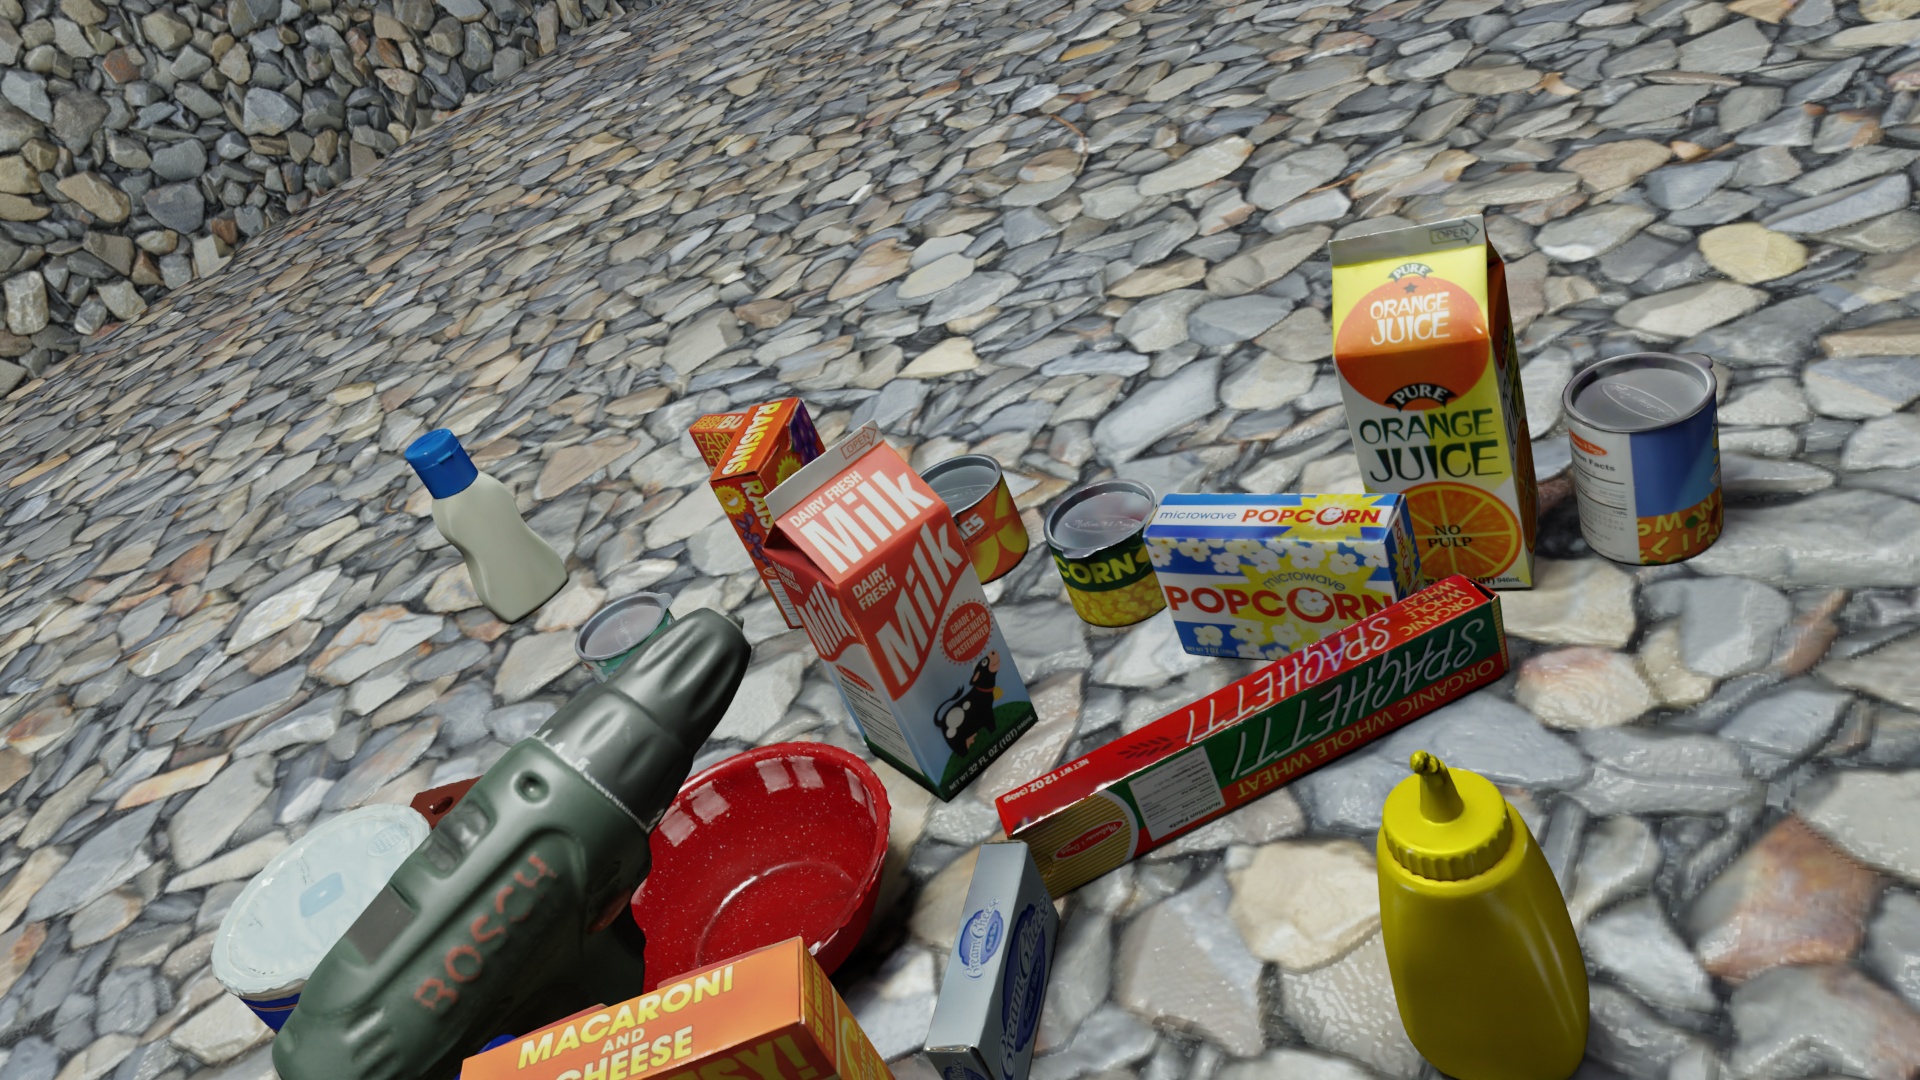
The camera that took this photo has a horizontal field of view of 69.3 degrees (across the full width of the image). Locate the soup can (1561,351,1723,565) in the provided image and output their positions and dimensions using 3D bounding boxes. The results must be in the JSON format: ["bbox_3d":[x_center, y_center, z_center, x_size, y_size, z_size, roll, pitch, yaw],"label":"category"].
[{"bbox_3d":[0.338,-0.041,0.680,0.071,0.083,0.072,-17,33,11],"label":"soup can"}]

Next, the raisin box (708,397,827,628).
[{"bbox_3d":[-0.107,-0.017,0.891,0.040,0.123,0.086,-9,35,22],"label":"raisin box"}]

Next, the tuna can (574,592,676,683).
[{"bbox_3d":[-0.217,0.066,0.923,0.071,0.032,0.071,-17,33,11],"label":"tuna can"}]

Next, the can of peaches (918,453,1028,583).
[{"bbox_3d":[0.003,-0.011,0.873,0.071,0.057,0.071,-17,33,11],"label":"can of peaches"}]

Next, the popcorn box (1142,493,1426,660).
[{"bbox_3d":[0.164,0.019,0.702,0.126,0.085,0.038,1,40,34],"label":"popcorn box"}]

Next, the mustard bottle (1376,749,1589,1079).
[{"bbox_3d":[0.174,0.124,0.474,0.065,0.159,0.049,-7,36,25],"label":"mustard bottle"}]

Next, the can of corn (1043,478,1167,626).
[{"bbox_3d":[0.086,0.009,0.791,0.071,0.058,0.071,-17,33,11],"label":"can of corn"}]

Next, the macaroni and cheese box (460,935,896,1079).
[{"bbox_3d":[-0.079,0.222,0.487,0.124,0.165,0.040,-21,32,4],"label":"macaroni and cheese box"}]

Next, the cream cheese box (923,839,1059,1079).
[{"bbox_3d":[0.016,0.184,0.587,0.024,0.053,0.104,-8,35,23],"label":"cream cheese box"}]

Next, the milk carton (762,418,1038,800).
[{"bbox_3d":[-0.035,0.034,0.709,0.072,0.189,0.073,-39,35,-22],"label":"milk carton"}]

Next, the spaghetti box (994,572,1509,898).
[{"bbox_3d":[0.138,0.091,0.648,0.250,0.050,0.029,-26,32,-3],"label":"spaghetti box"}]

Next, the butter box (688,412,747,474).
[{"bbox_3d":[-0.157,-0.071,1.065,0.103,0.053,0.024,2,41,35],"label":"butter box"}]

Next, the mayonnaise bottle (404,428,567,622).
[{"bbox_3d":[-0.349,-0.013,1.014,0.041,0.147,0.065,17,50,46],"label":"mayonnaise bottle"}]

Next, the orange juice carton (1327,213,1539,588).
[{"bbox_3d":[0.235,-0.069,0.685,0.072,0.191,0.073,-3,38,29],"label":"orange juice carton"}]
